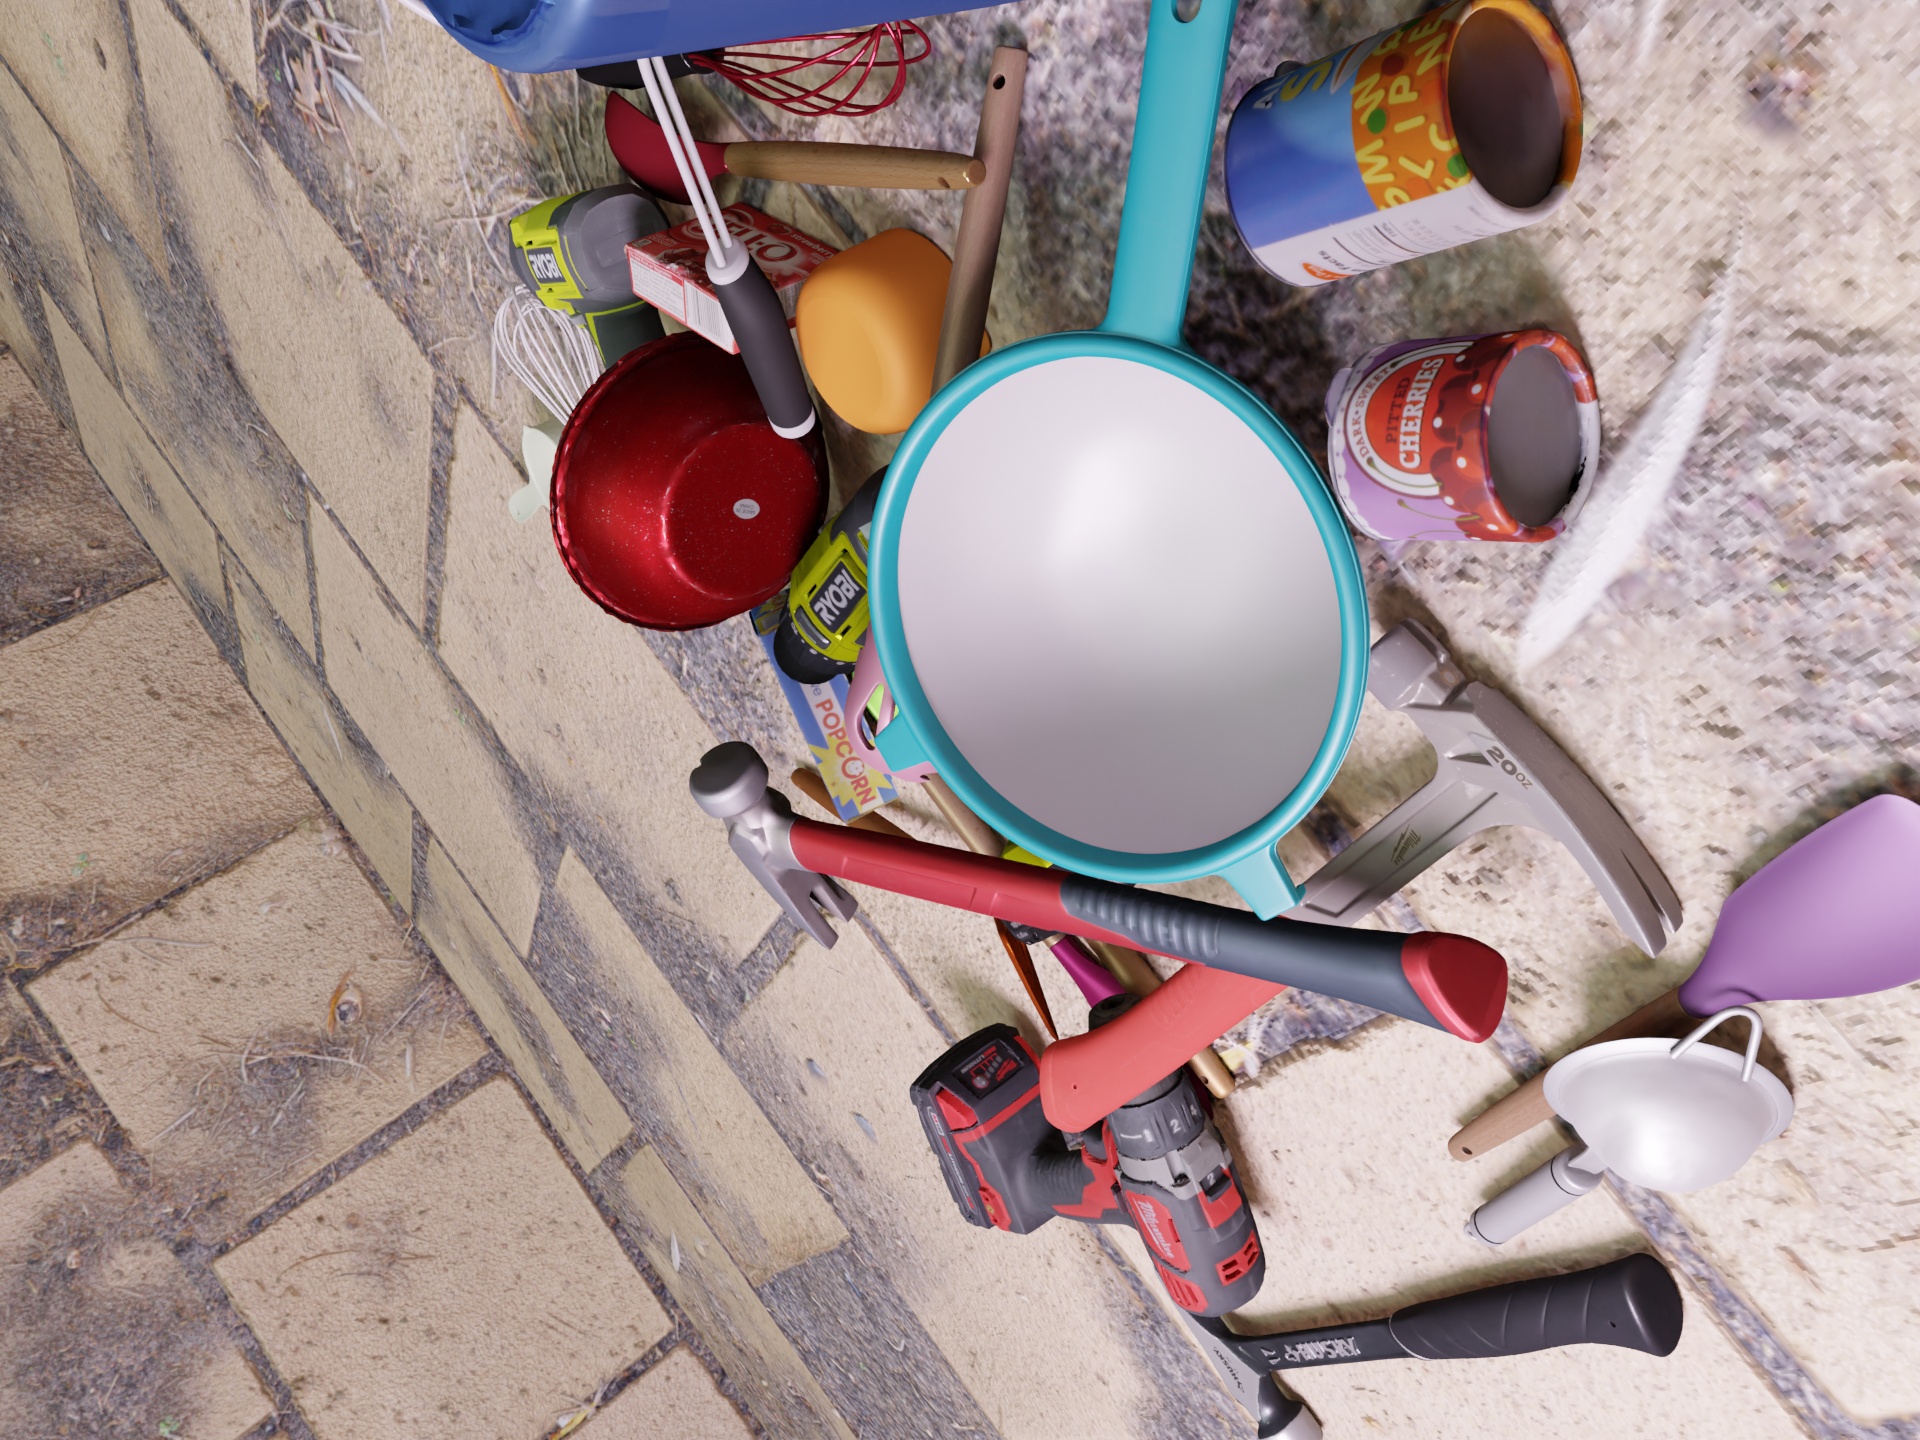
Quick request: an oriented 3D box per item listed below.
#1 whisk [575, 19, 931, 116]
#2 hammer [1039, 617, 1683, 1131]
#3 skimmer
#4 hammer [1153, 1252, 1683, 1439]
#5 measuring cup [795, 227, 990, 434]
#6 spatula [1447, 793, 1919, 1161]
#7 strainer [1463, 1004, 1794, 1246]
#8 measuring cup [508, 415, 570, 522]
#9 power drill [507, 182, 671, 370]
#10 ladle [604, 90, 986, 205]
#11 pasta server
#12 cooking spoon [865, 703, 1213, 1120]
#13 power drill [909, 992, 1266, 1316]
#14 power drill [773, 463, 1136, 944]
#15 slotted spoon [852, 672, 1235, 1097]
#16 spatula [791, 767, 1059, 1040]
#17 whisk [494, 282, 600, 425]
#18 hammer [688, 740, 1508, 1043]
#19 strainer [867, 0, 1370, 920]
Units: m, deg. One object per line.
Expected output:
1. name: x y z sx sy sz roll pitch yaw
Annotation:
1. whisk: -0.108 -0.304 0.714 0.296 0.073 0.073 24 137 51
2. hammer: 0.139 0.113 0.707 0.149 0.037 0.359 51 138 12
3. skimmer: -0.134 -0.227 0.625 0.090 0.127 0.363 15 160 15
4. hammer: 0.229 0.323 0.846 0.149 0.036 0.408 53 150 9
5. measuring cup: -0.033 -0.143 0.762 0.095 0.052 0.173 30 139 39
6. spatula: 0.267 0.118 0.605 0.060 0.018 0.315 38 147 10
7. strainer: 0.258 0.185 0.653 0.087 0.050 0.258 17 150 5
8. measuring cup: -0.288 -0.170 1.137 0.167 0.038 0.083 -9 111 61
9. power drill: -0.183 -0.188 0.906 0.171 0.080 0.223 23 138 57
10. ladle: -0.087 -0.255 0.726 0.316 0.031 0.069 26 163 48
11. pasta server: -0.006 -0.115 0.672 0.060 0.040 0.316 16 110 16
12. cooking spoon: 0.041 0.109 0.932 0.319 0.017 0.068 52 150 6
13. power drill: 0.068 0.237 0.936 0.227 0.080 0.187 -2 113 55
14. power drill: -0.001 -0.003 0.803 0.228 0.080 0.190 50 150 1
15. slotted spoon: 0.049 0.083 0.890 0.314 0.031 0.070 51 149 7
16. spatula: -0.032 0.089 0.968 0.323 0.041 0.081 28 150 52
17. whisk: -0.233 -0.173 1.050 0.059 0.058 0.246 -103 -11 -70
18. hammer: 0.050 0.090 0.712 0.386 0.038 0.143 9 145 36
19. strainer: 0.080 -0.108 0.600 0.211 0.095 0.340 20 116 29
